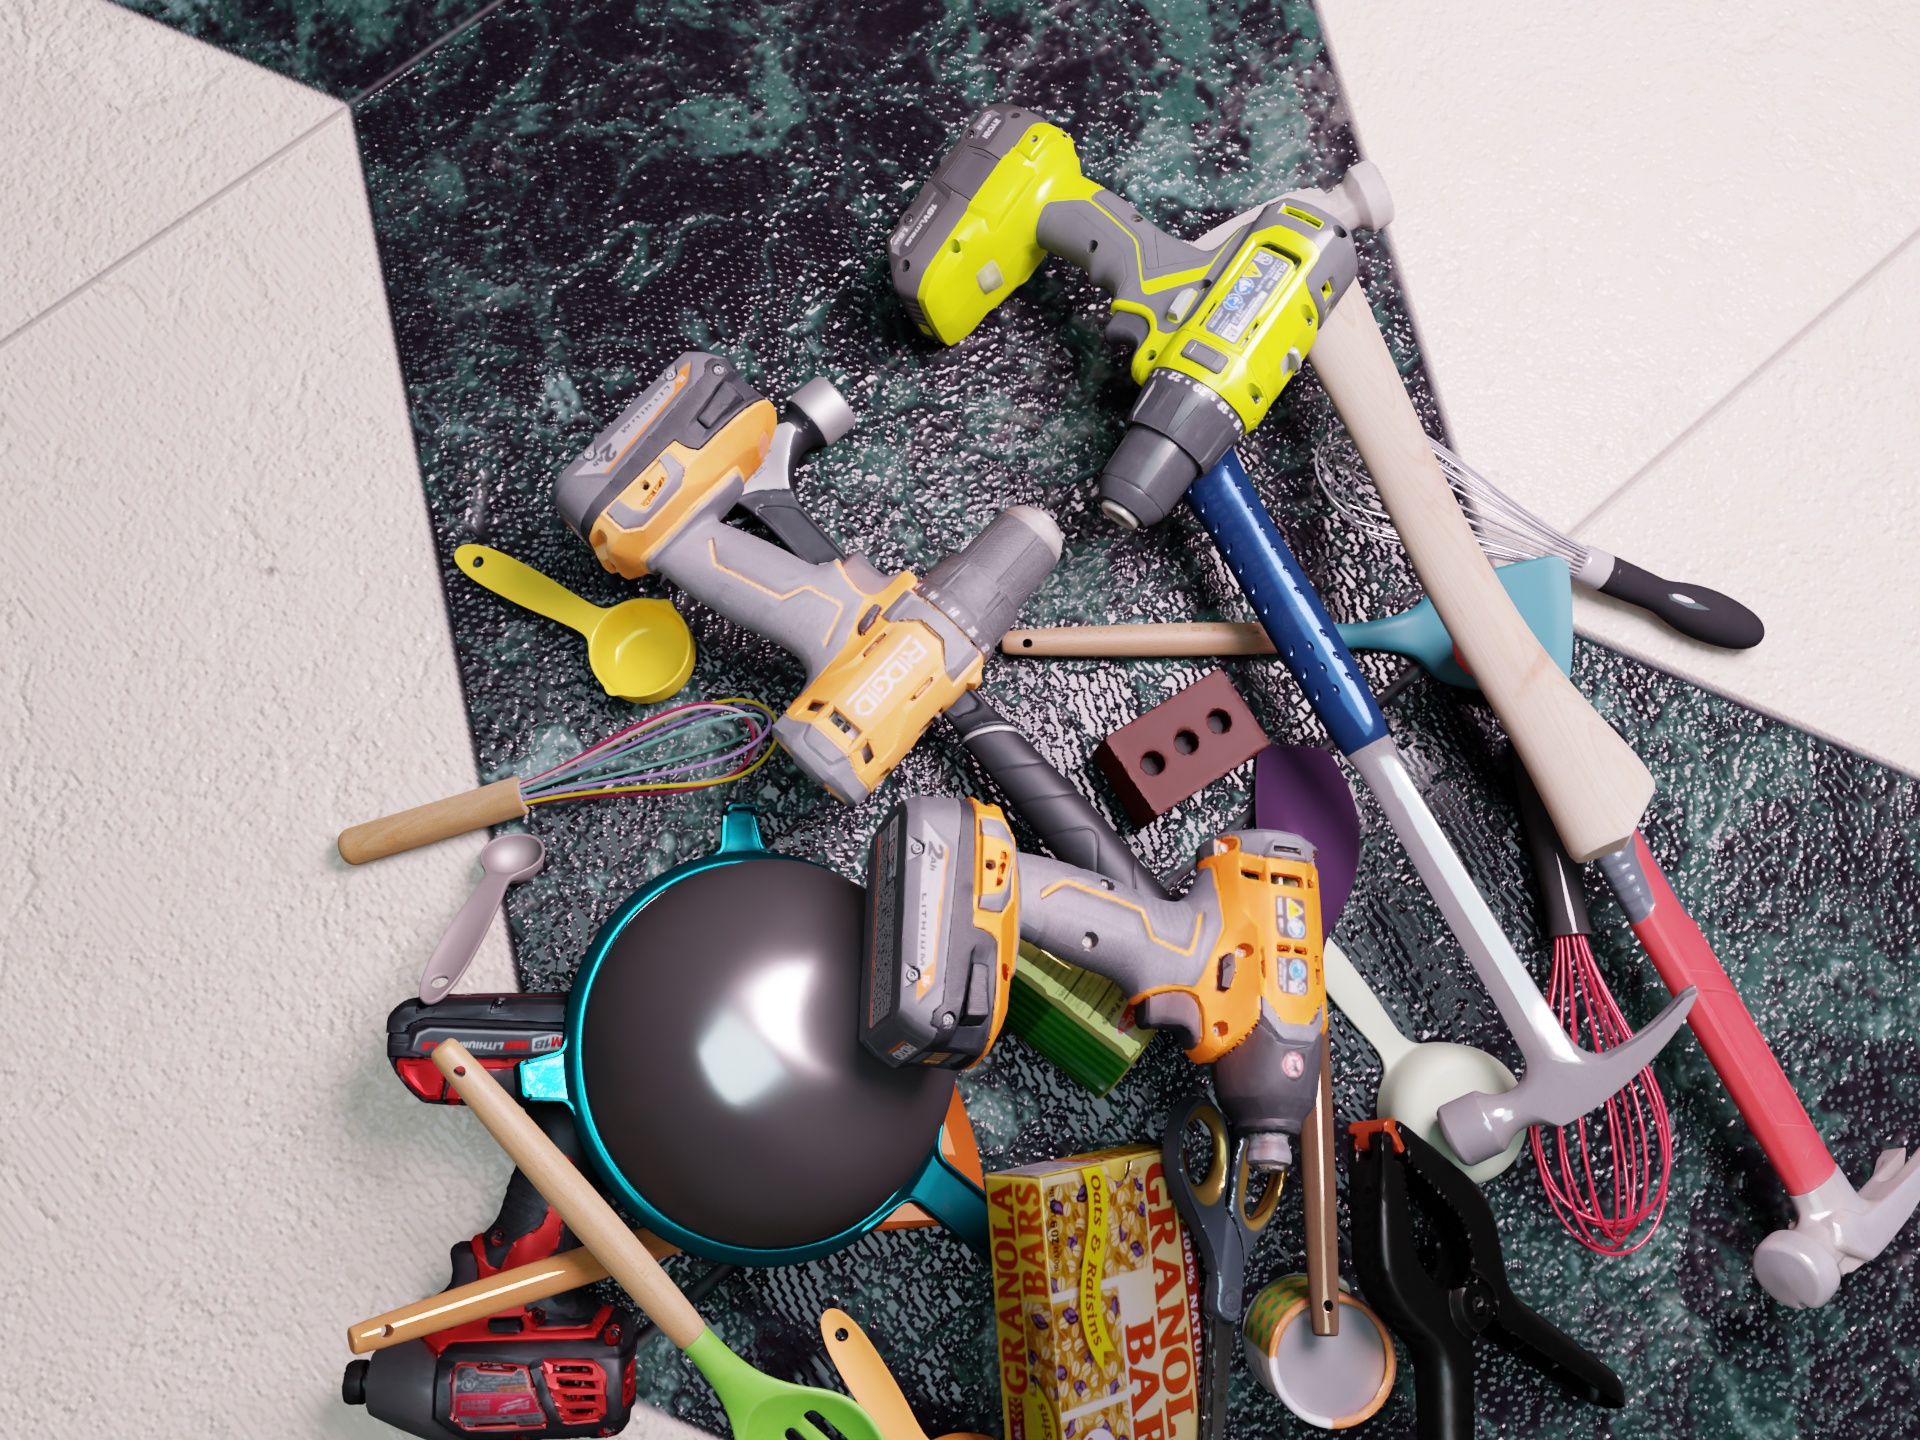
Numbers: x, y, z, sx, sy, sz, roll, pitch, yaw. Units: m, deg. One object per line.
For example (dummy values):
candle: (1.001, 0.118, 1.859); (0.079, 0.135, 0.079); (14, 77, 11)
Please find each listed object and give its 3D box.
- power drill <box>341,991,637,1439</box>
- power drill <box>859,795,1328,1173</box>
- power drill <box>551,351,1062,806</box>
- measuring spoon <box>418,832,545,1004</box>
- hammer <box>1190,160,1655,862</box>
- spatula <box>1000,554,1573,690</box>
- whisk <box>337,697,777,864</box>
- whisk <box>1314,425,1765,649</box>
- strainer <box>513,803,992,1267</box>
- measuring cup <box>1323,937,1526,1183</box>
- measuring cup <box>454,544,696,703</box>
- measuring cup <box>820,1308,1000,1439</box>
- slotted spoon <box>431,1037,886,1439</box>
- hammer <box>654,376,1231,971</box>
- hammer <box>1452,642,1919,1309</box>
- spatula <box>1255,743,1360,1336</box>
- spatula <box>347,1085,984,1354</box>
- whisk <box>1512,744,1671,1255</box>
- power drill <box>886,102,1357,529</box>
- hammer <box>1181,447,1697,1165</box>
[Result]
power drill: (-0.236, 0.251, 0.807); (0.143, 0.078, 0.220); (0, 82, -4)
power drill: (0.071, 0.125, 0.756); (0.226, 0.084, 0.164); (9, 65, -16)
power drill: (-0.075, -0.093, 0.836); (0.226, 0.084, 0.185); (42, 82, 6)
measuring spoon: (-0.250, 0.105, 0.829); (0.034, 0.018, 0.124); (7, 39, 8)
hammer: (0.235, -0.111, 0.844); (0.146, 0.038, 0.411); (-24, 67, 9)
spatula: (0.182, -0.048, 0.901); (0.317, 0.044, 0.082); (-2, 95, -2)
whisk: (-0.217, 0.037, 0.864); (0.245, 0.051, 0.047); (-17, 86, -3)
whisk: (0.334, -0.100, 0.917); (0.284, 0.070, 0.070); (22, 79, -3)
strainer: (-0.033, 0.197, 0.789); (0.340, 0.095, 0.211); (41, 56, -7)
measuring cup: (0.240, 0.177, 0.864); (0.083, 0.038, 0.167); (-37, 86, -9)
measuring cup: (-0.217, -0.059, 0.895); (0.156, 0.029, 0.062); (27, 79, 14)
measuring cup: (-0.020, 0.372, 0.808); (0.095, 0.052, 0.174); (-33, 81, -9)
slotted spoon: (-0.140, 0.269, 0.746); (0.070, 0.031, 0.313); (-40, 100, -11)
hammer: (-0.001, -0.003, 0.869); (0.149, 0.036, 0.409); (-41, 79, -8)
hammer: (0.386, 0.103, 0.856); (0.143, 0.038, 0.386); (-24, 82, -34)
spatula: (0.189, 0.159, 0.847); (0.059, 0.018, 0.316); (5, 66, -4)
spatula: (-0.133, 0.252, 0.783); (0.322, 0.041, 0.081); (-8, 78, -35)
whisk: (0.336, 0.138, 0.871); (0.073, 0.073, 0.296); (-1, 73, -4)
power drill: (0.075, -0.225, 0.875); (0.229, 0.080, 0.190); (33, 85, 22)
hammer: (0.227, 0.020, 0.844); (0.144, 0.035, 0.406); (-32, 77, 17)
